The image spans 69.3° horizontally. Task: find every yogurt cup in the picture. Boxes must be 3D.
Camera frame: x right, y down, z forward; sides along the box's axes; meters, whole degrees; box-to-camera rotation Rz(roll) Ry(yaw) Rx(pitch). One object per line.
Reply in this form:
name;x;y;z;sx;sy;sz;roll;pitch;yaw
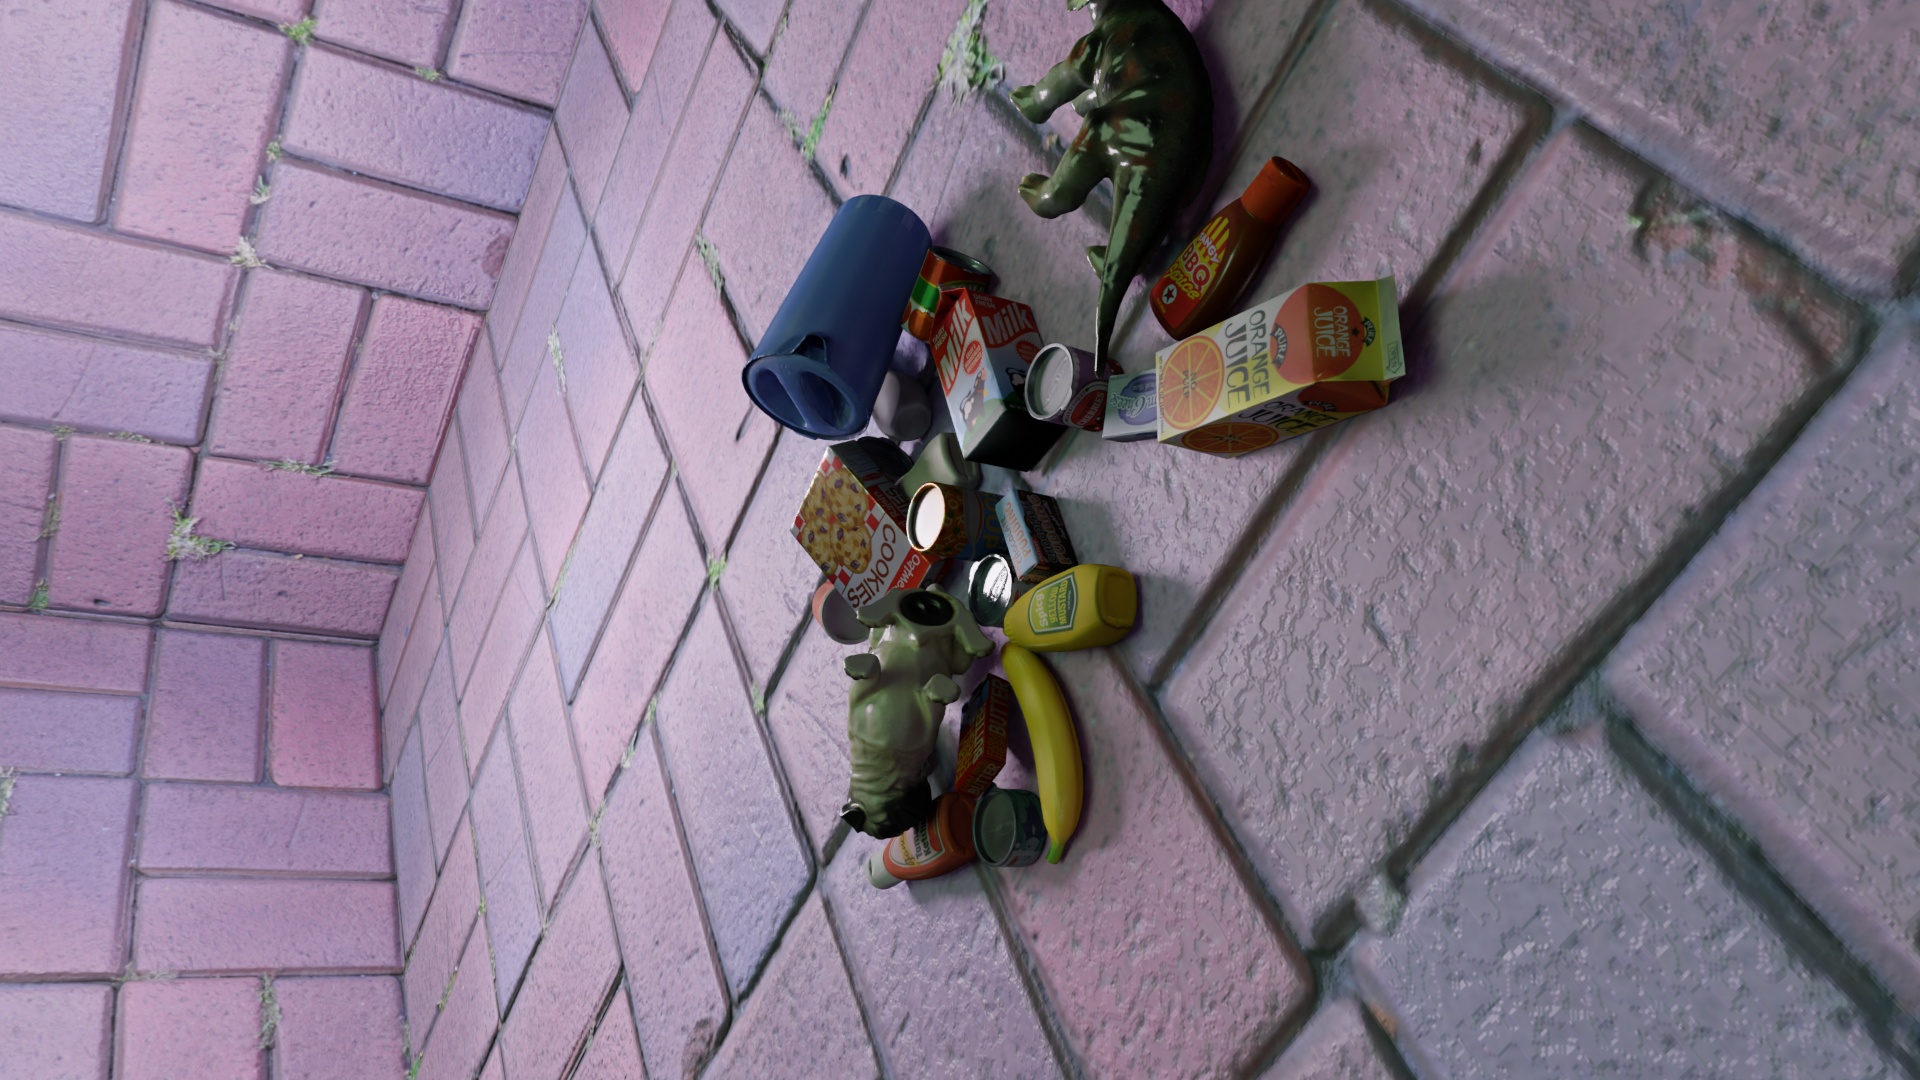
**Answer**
yogurt cup;-0.121;0.071;1.446;0.054;0.072;0.072;16;95;66

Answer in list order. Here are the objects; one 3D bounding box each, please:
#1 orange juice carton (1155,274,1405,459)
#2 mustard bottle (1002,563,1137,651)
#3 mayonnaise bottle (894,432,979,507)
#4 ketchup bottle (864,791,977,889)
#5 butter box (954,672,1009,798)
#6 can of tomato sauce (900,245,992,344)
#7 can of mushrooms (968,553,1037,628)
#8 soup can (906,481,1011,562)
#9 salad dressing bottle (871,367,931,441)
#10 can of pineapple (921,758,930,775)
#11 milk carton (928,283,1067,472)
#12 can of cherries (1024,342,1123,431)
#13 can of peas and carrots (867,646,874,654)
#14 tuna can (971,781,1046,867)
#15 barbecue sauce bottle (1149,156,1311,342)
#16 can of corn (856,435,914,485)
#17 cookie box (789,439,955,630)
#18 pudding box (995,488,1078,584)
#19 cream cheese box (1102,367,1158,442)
orange juice carton;0.224;-0.118;0.956;0.192;0.073;0.072;-20;65;53
mustard bottle;0.079;0.063;1.150;0.159;0.049;0.065;-24;58;52
mayonnaise bottle;-0.037;-0.044;1.369;0.147;0.041;0.065;-44;54;45
ketchup bottle;-0.037;0.283;1.274;0.148;0.043;0.065;-41;46;45
butter box;0.019;0.169;1.204;0.053;0.024;0.104;-56;17;33
can of tomato sauce;-0.014;-0.237;1.363;0.071;0.071;0.082;51;124;50
can of mushrooms;0.037;0.044;1.235;0.071;0.033;0.071;-20;66;54
soup can;0.004;-0.016;1.256;0.071;0.084;0.071;-21;64;53
salad dressing bottle;-0.077;-0.157;1.459;0.064;0.044;0.148;-65;34;22
can of pineapple;-0.067;0.202;1.324;0.070;0.071;0.058;-52;41;36
milk carton;0.028;-0.162;1.270;0.073;0.072;0.191;-49;43;39
can of cherries;0.097;-0.126;1.168;0.071;0.058;0.071;-22;63;52
can of peas and carrots;-0.049;0.102;1.318;0.058;0.071;0.071;-55;40;35
tuna can;0.041;0.241;1.176;0.071;0.033;0.071;-21;64;53
barbecue sauce bottle;0.203;-0.219;1.044;0.147;0.044;0.065;-52;41;35
can of corn;-0.089;-0.066;1.433;0.058;0.071;0.071;-60;38;29
cookie box;-0.089;0.002;1.372;0.168;0.040;0.122;49;131;22
pudding box;0.065;-0.002;1.191;0.030;0.050;0.084;-49;44;37
cream cheese box;0.155;-0.109;1.105;0.103;0.024;0.053;-3;80;57
